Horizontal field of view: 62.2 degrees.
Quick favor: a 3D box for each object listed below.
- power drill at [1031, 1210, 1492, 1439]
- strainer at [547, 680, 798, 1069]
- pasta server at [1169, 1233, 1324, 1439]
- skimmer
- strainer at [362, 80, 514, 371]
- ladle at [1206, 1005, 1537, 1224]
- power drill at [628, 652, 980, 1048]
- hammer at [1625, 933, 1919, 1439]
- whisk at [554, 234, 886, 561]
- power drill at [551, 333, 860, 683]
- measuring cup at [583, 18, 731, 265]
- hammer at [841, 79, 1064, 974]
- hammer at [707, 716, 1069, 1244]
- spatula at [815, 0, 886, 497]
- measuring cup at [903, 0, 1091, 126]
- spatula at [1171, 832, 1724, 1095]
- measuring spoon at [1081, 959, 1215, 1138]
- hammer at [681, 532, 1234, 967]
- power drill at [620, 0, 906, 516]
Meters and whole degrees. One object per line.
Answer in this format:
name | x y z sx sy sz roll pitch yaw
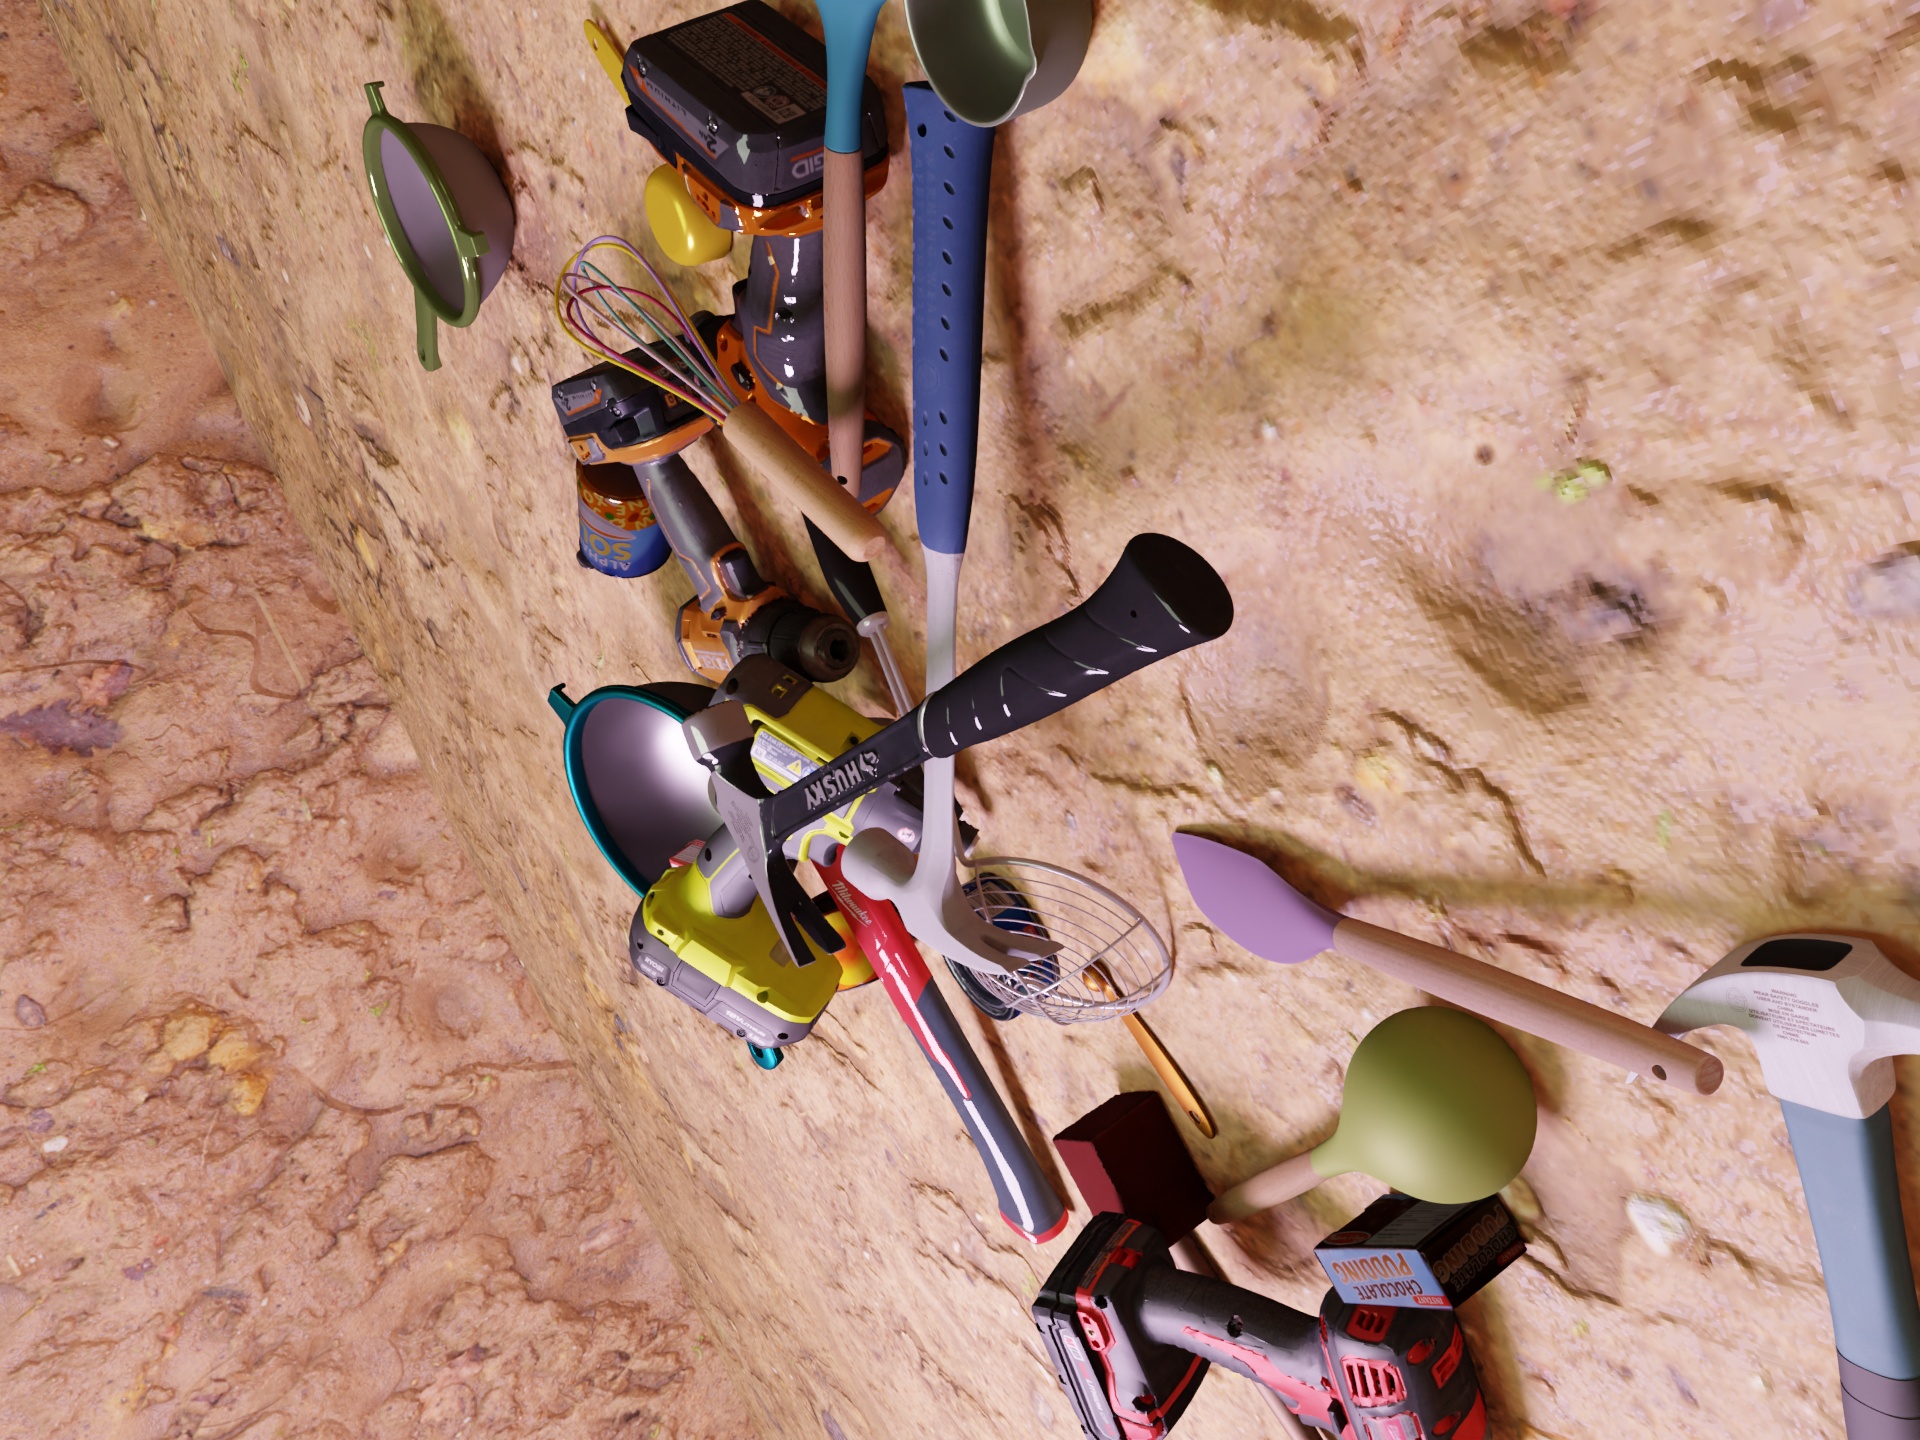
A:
power drill | 0.155 0.329 0.797 0.220 0.078 0.143 -4 115 42
strainer | -0.169 0.105 1.192 0.211 0.095 0.340 6 124 37
pasta server | 0.182 0.400 0.912 0.316 0.040 0.060 56 165 15
skimmer | -0.001 -0.003 0.866 0.127 0.090 0.363 -41 67 53
strainer | -0.374 -0.343 1.179 0.151 0.069 0.256 55 155 9
ladle | 0.173 0.206 0.747 0.078 0.062 0.320 62 163 19
power drill | -0.100 0.088 0.964 0.171 0.080 0.223 32 123 3
hammer | 0.301 0.216 0.514 0.128 0.033 0.330 10 123 58
whisk | -0.119 -0.152 0.758 0.245 0.047 0.051 45 157 24
power drill | -0.149 -0.118 0.976 0.185 0.084 0.226 11 128 57
measuring cup | -0.178 -0.321 0.881 0.156 0.029 0.062 58 154 5
hammer | -0.004 -0.067 0.712 0.144 0.035 0.405 32 130 44
hammer | -0.017 0.178 1.038 0.143 0.038 0.386 -20 105 35
spatula | -0.054 -0.208 0.652 0.082 0.044 0.317 17 140 12
measuring cup | 0.019 -0.288 0.541 0.083 0.038 0.167 46 148 30
spatula | 0.168 0.092 0.624 0.316 0.018 0.059 14 128 68
measuring spoon | 0.102 0.182 0.876 0.117 0.011 0.021 54 153 17
hammer | -0.018 0.012 0.706 0.409 0.036 0.149 -28 83 56
power drill | -0.099 -0.221 0.778 0.164 0.084 0.226 45 154 31
